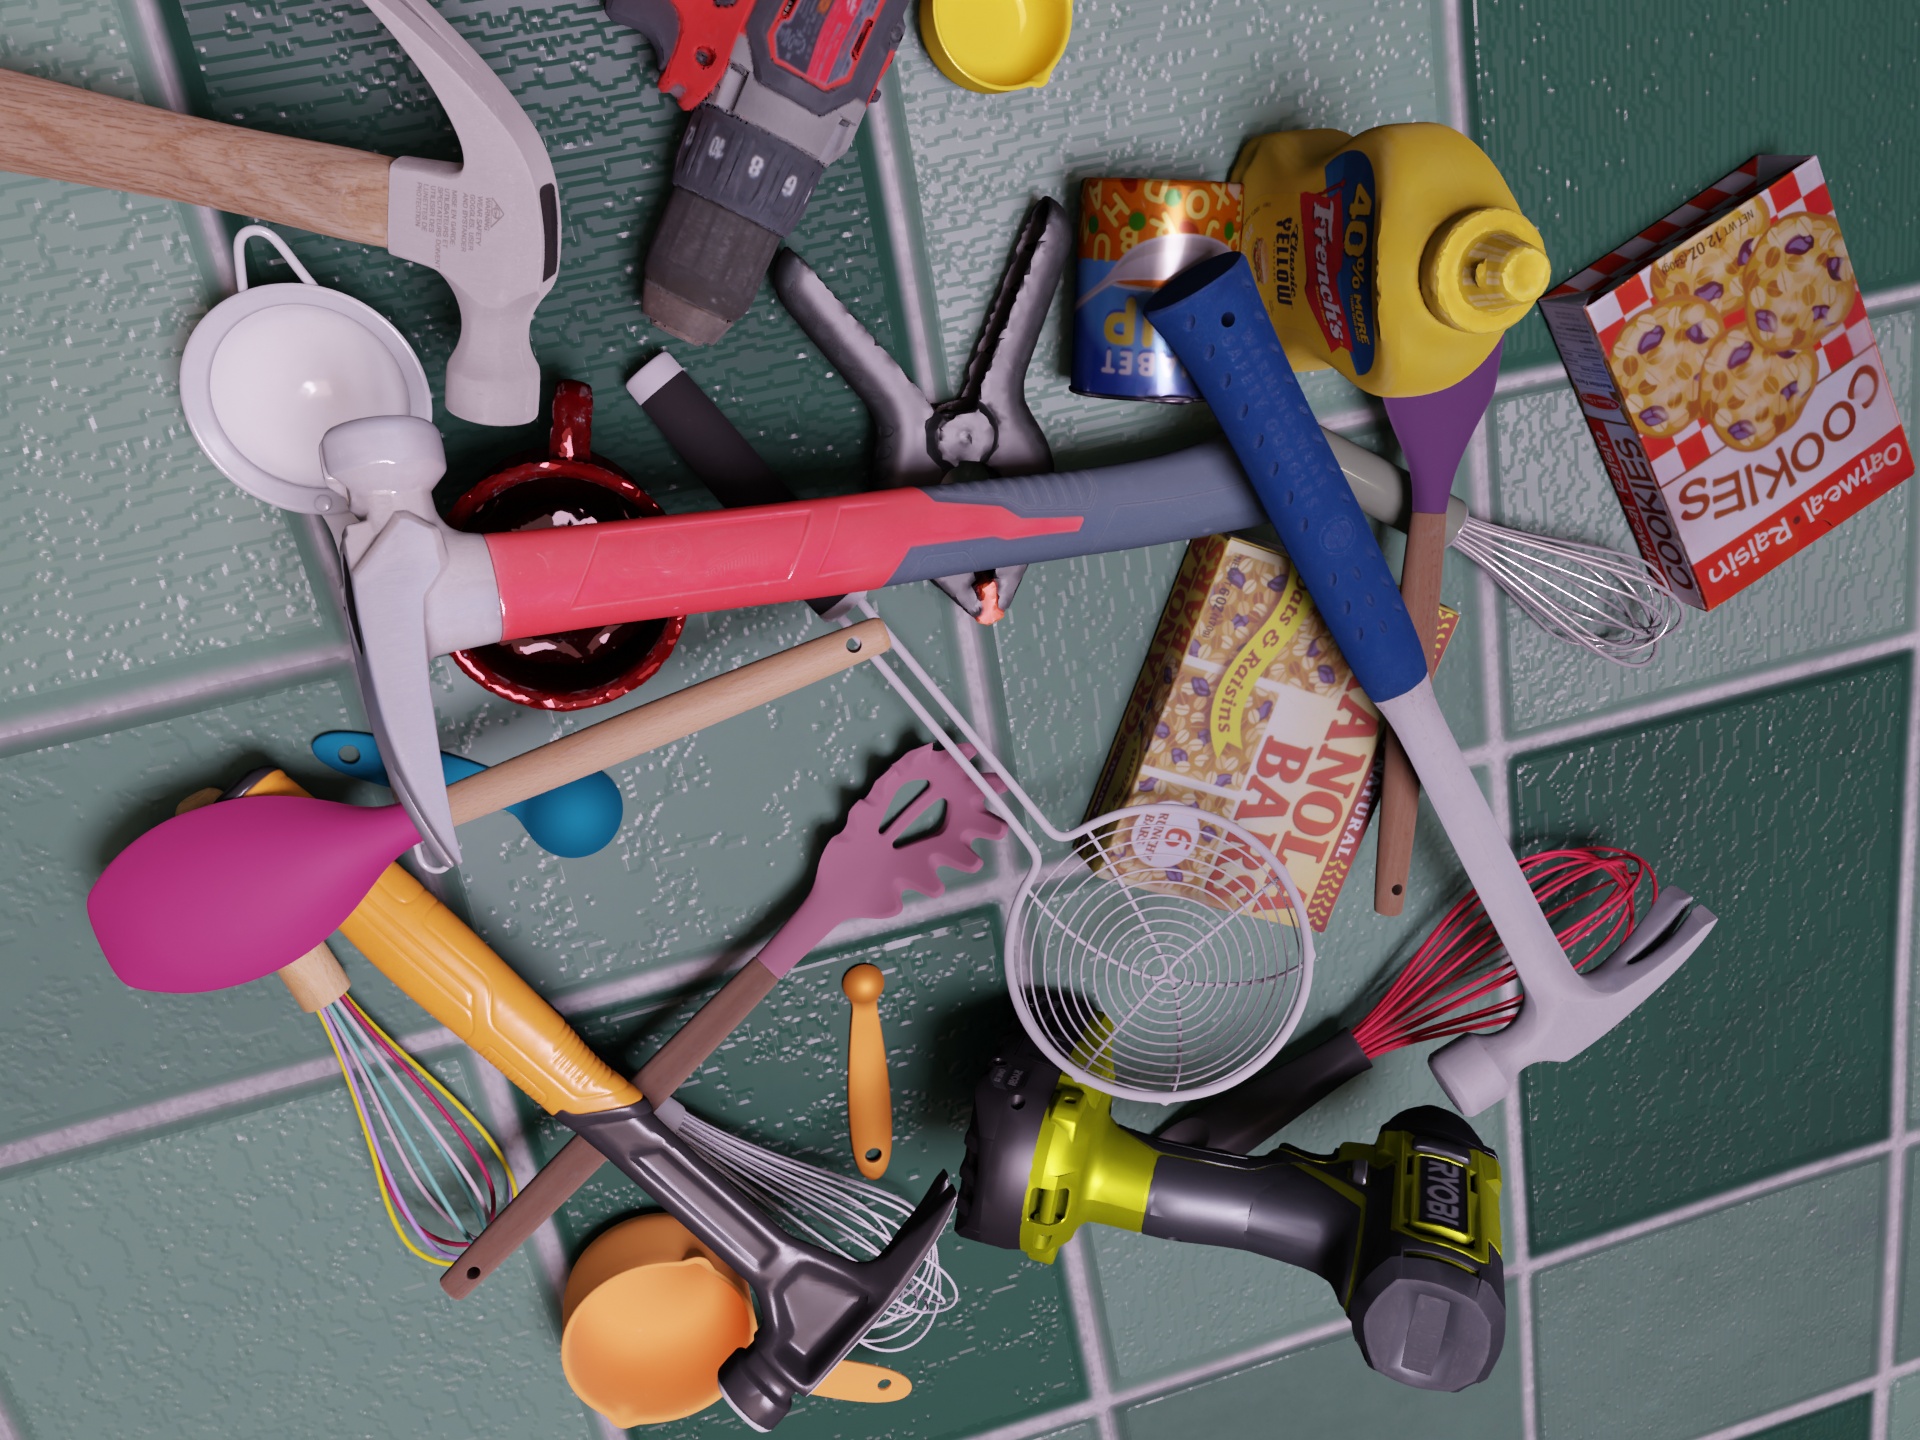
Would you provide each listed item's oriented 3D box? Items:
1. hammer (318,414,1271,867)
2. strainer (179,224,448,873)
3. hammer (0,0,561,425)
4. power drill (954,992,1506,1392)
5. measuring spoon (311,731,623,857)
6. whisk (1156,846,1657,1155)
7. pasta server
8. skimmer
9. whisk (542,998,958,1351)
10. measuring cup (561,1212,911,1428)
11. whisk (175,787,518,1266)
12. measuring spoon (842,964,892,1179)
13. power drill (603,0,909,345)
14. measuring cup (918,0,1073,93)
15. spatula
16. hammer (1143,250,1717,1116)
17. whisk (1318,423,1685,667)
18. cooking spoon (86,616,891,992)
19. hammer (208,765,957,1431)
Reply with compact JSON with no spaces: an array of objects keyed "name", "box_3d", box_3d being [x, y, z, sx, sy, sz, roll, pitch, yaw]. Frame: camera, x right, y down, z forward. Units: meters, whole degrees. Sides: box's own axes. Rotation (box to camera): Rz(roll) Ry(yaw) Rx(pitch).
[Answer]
[{"name":"hammer","box_3d":[-0.021,-0.053,0.588,0.386,0.038,0.143,-11,89,-28]},{"name":"strainer","box_3d":[-0.230,-0.057,0.608,0.087,0.050,0.258,-8,111,-4]},{"name":"hammer","box_3d":[-0.293,-0.192,0.509,0.331,0.031,0.130,12,118,-2]},{"name":"power drill","box_3d":[0.123,0.197,0.704,0.223,0.171,0.080,12,107,14]},{"name":"measuring spoon","box_3d":[-0.203,0.029,0.659,0.128,0.021,0.042,16,104,-19]},{"name":"whisk","box_3d":[0.215,0.152,0.793,0.296,0.073,0.073,-33,113,4]},{"name":"pasta server","box_3d":[-0.101,0.127,0.682,0.316,0.040,0.060,-45,104,-10]},{"name":"skimmer","box_3d":[-0.001,-0.002,0.635,0.127,0.090,0.363,-42,103,-9]},{"name":"whisk","box_3d":[-0.112,0.198,0.724,0.284,0.070,0.070,40,95,-18]},{"name":"measuring cup","box_3d":[-0.105,0.289,0.758,0.173,0.052,0.095,21,102,-22]},{"name":"whisk","box_3d":[-0.259,0.137,0.672,0.047,0.051,0.244,-25,110,1]},{"name":"measuring spoon","box_3d":[-0.043,0.170,0.754,0.021,0.011,0.116,-6,110,-12]},{"name":"power drill","box_3d":[-0.136,-0.255,0.554,0.226,0.080,0.188,22,102,-23]},{"name":"measuring cup","box_3d":[0.049,-0.299,0.617,0.156,0.029,0.062,-39,114,-12]},{"name":"spatula","box_3d":[0.199,-0.065,0.692,0.059,0.018,0.316,-1,104,-9]},{"name":"hammer","box_3d":[0.192,-0.010,0.665,0.144,0.035,0.405,-33,113,1]},{"name":"whisk","box_3d":[0.228,-0.085,0.723,0.246,0.059,0.058,23,65,-17]},{"name":"cooking spoon","box_3d":[-0.176,0.025,0.603,0.319,0.017,0.068,-22,96,-3]},{"name":"hammer","box_3d":[-0.157,0.135,0.643,0.336,0.034,0.127,43,86,-8]}]
